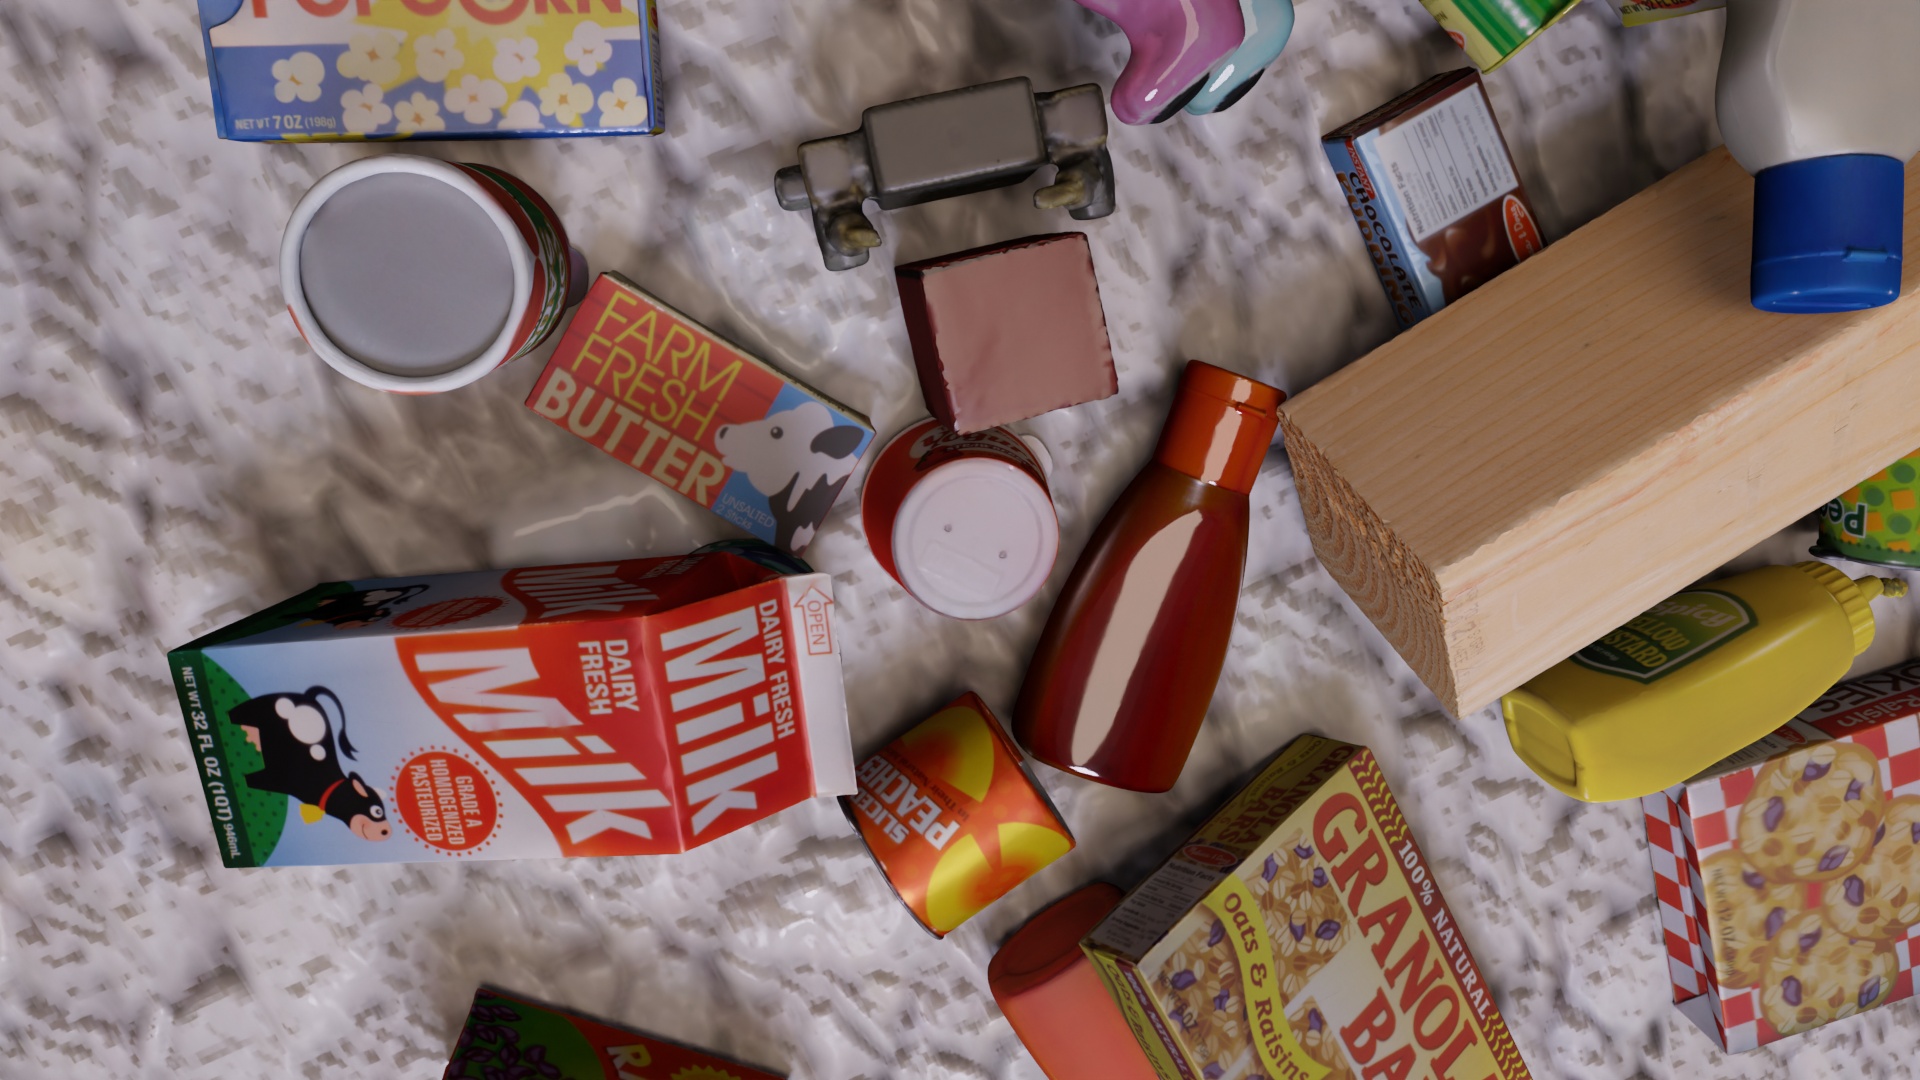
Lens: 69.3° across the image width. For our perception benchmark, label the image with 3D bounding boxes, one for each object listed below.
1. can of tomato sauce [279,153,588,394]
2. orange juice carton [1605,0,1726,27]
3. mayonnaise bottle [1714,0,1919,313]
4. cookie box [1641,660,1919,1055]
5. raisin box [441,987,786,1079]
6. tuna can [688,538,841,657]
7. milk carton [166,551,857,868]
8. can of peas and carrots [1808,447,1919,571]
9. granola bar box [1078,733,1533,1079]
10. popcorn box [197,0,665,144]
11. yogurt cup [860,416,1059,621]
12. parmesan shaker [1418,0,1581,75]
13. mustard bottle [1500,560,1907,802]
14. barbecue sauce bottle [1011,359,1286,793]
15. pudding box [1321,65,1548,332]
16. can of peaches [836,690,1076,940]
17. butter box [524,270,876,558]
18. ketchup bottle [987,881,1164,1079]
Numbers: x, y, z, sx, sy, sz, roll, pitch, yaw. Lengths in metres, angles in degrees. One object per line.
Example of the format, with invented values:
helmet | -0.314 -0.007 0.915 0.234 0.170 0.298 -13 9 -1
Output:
can of tomato sauce | -0.153 -0.079 0.414 0.071 0.083 0.071 -2 103 -7
orange juice carton | 0.201 -0.262 0.432 0.073 0.072 0.192 -44 105 3
mayonnaise bottle | 0.244 -0.140 0.390 0.065 0.041 0.148 3 89 0
cookie box | 0.365 0.120 0.558 0.167 0.040 0.122 -17 104 -3
raisin box | -0.122 0.212 0.481 0.123 0.086 0.040 22 105 -12
tuna can | -0.073 0.036 0.477 0.071 0.033 0.071 -2 102 -7
milk carton | -0.127 0.049 0.424 0.190 0.074 0.072 -4 103 11
can of peas and carrots | 0.352 -0.024 0.511 0.071 0.071 0.058 -6 103 -7
granola bar box | 0.132 0.175 0.514 0.125 0.039 0.165 -36 106 -24
popcorn box | -0.157 -0.164 0.418 0.127 0.038 0.085 -4 104 -8
yogurt cup | 0.002 -0.006 0.468 0.072 0.054 0.072 -2 103 -7
parmesan shaker | 0.155 -0.206 0.429 0.071 0.071 0.103 -44 94 3
mustard bottle | 0.284 0.043 0.519 0.160 0.065 0.048 -23 110 -9
barbecue sauce bottle | 0.071 0.012 0.488 0.065 0.044 0.148 18 99 -17
pudding box | 0.166 -0.113 0.481 0.050 0.030 0.083 -30 105 -2
can of peaches | -0.002 0.093 0.482 0.058 0.071 0.071 -34 105 -1
butter box | -0.085 -0.042 0.463 0.103 0.024 0.053 30 96 -14
ketchup bottle | 0.073 0.205 0.530 0.065 0.043 0.148 -34 105 -6
